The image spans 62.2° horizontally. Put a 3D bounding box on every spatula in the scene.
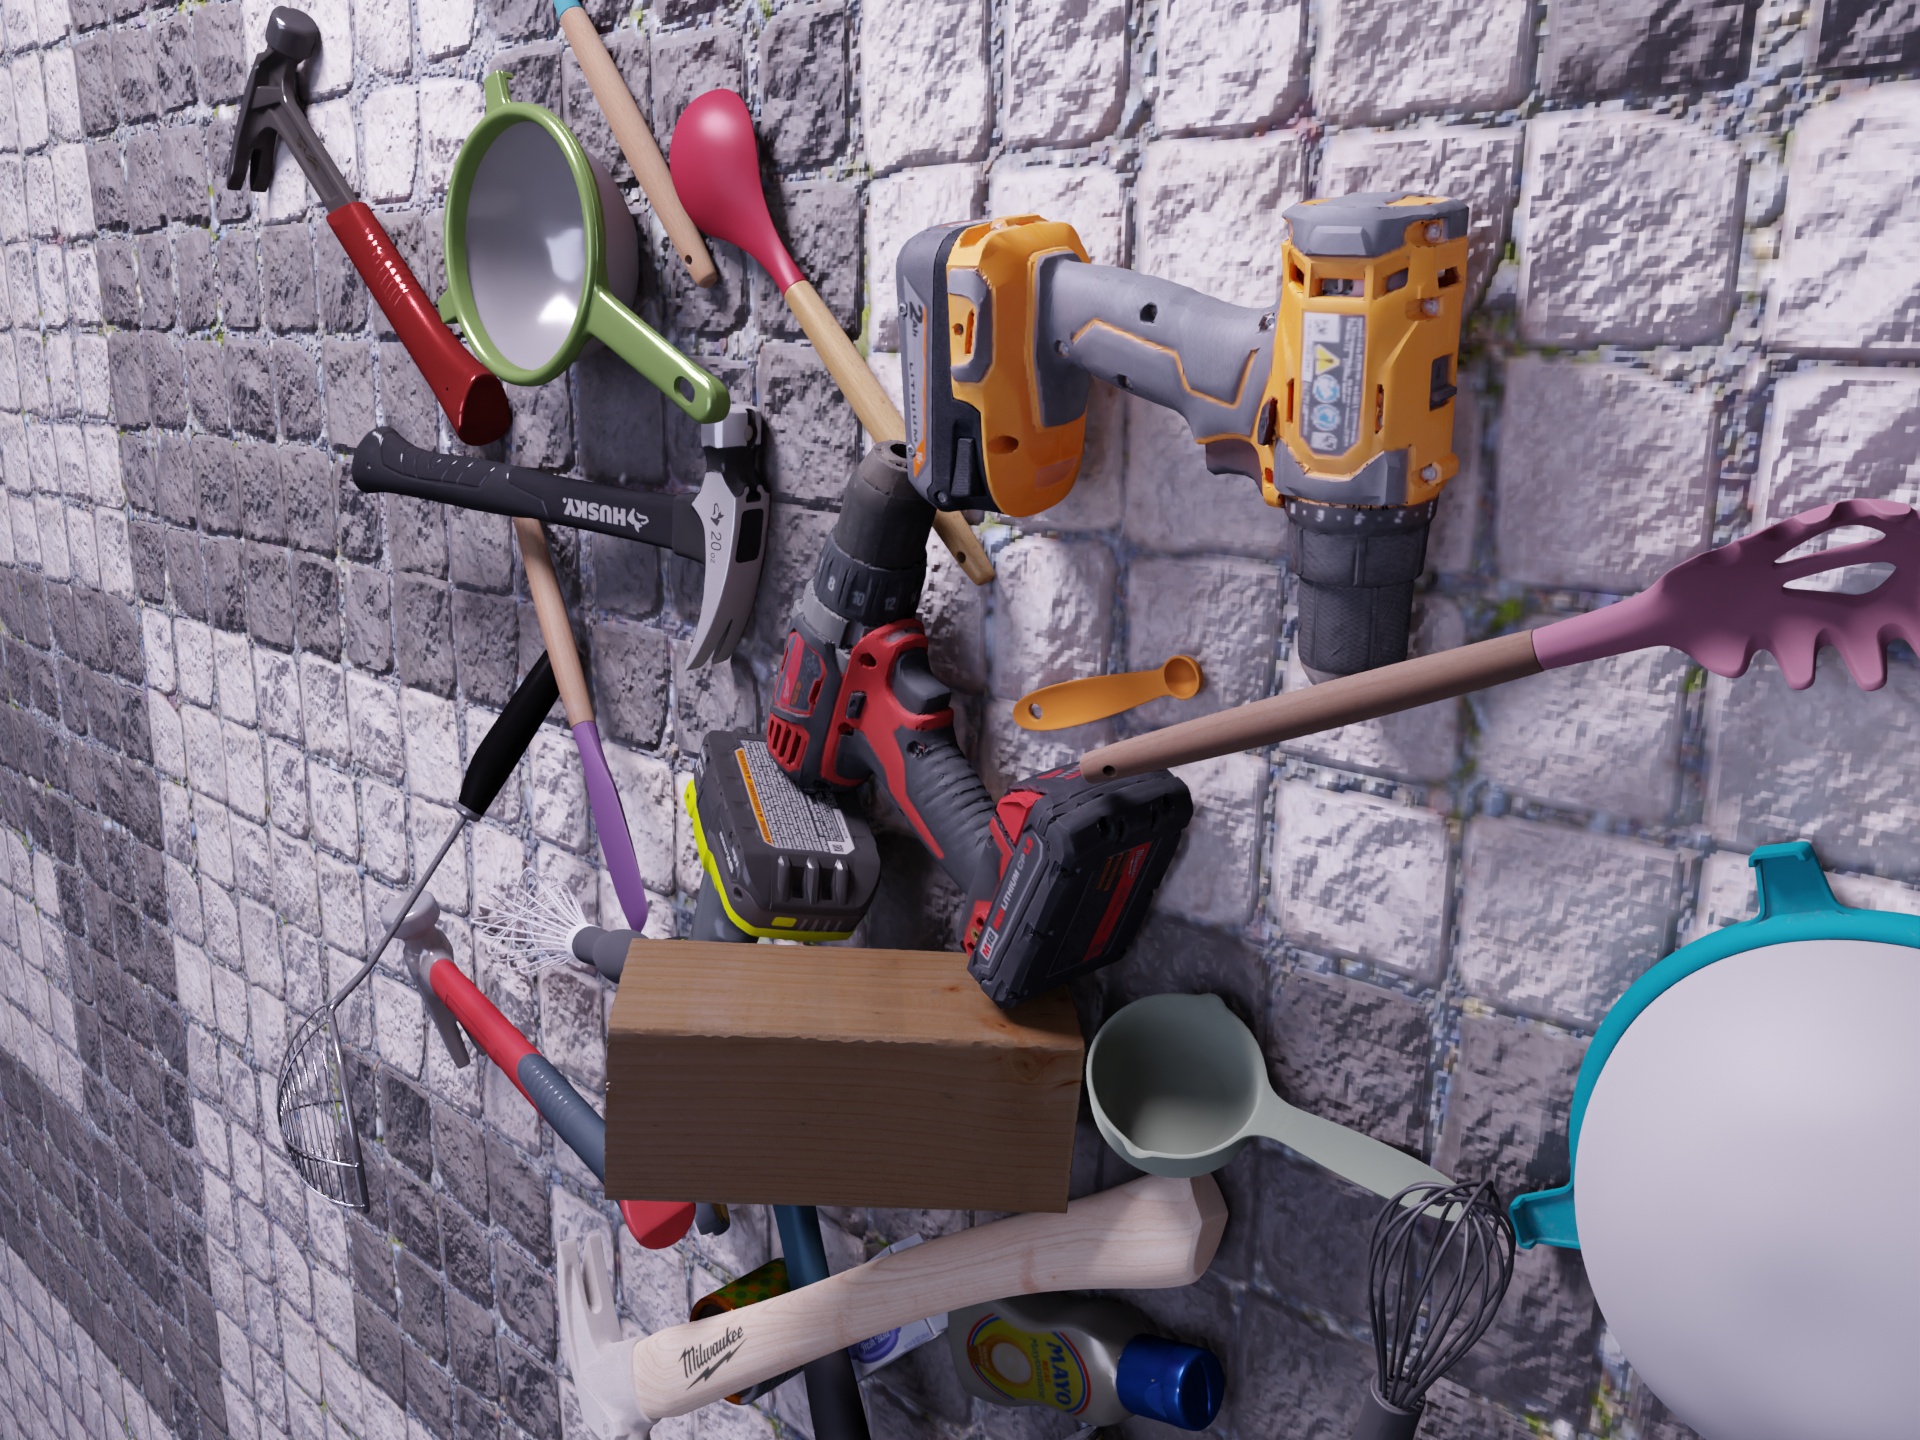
[{"bbox_3d":[-0.215,-0.370,0.882,0.082,0.044,0.318,-39,73,42],"label":"spatula"},{"bbox_3d":[-0.234,-0.017,0.962,0.059,0.018,0.316,-54,51,54],"label":"spatula"}]

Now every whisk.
[{"bbox_3d":[-0.234,0.132,0.957,0.285,0.070,0.070,-1,99,61],"label":"whisk"},{"bbox_3d":[0.177,0.276,0.646,0.055,0.055,0.238,29,126,36],"label":"whisk"}]

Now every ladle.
[{"bbox_3d":[-0.069,-0.195,0.797,0.069,0.031,0.316,-46,70,40],"label":"ladle"}]

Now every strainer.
[{"bbox_3d":[-0.189,-0.234,0.871,0.257,0.069,0.151,42,124,28],"label":"strainer"},{"bbox_3d":[0.322,0.207,0.467,0.341,0.095,0.211,40,124,32],"label":"strainer"}]

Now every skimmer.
[{"bbox_3d":[-0.313,0.124,0.990,0.363,0.090,0.127,-60,23,-8],"label":"skimmer"}]

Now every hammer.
[{"bbox_3d":[-0.052,0.288,0.812,0.410,0.038,0.146,-28,70,28],"label":"hammer"},{"bbox_3d":[-0.075,0.347,0.875,0.128,0.033,0.331,-34,64,44],"label":"hammer"},{"bbox_3d":[-0.264,0.231,0.995,0.387,0.038,0.143,23,135,50],"label":"hammer"},{"bbox_3d":[-0.405,-0.315,1.081,0.359,0.036,0.149,54,130,21],"label":"hammer"},{"bbox_3d":[-0.249,-0.128,0.947,0.335,0.035,0.146,14,109,32],"label":"hammer"}]

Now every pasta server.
[{"bbox_3d":[0.176,-0.014,0.559,0.316,0.040,0.060,-16,113,33],"label":"pasta server"}]

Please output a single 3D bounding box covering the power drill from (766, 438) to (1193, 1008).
[{"bbox_3d":[-0.001,-0.002,0.735,0.227,0.080,0.187,44,132,32],"label":"power drill"}]

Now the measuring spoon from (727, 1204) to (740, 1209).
[{"bbox_3d":[-0.104,0.240,0.878,0.124,0.018,0.034,-57,35,41],"label":"measuring spoon"}]

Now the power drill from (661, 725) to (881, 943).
[{"bbox_3d":[-0.120,0.131,0.854,0.223,0.080,0.171,-67,30,30],"label":"power drill"}]

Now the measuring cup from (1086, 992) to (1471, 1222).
[{"bbox_3d":[0.133,0.176,0.675,0.168,0.083,0.038,22,148,19],"label":"measuring cup"}]

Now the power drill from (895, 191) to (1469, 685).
[{"bbox_3d":[0.086,-0.112,0.632,0.226,0.084,0.185,13,117,36],"label":"power drill"}]

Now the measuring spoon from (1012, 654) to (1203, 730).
[{"bbox_3d":[0.066,-0.012,0.722,0.117,0.011,0.021,-14,94,48],"label":"measuring spoon"}]
